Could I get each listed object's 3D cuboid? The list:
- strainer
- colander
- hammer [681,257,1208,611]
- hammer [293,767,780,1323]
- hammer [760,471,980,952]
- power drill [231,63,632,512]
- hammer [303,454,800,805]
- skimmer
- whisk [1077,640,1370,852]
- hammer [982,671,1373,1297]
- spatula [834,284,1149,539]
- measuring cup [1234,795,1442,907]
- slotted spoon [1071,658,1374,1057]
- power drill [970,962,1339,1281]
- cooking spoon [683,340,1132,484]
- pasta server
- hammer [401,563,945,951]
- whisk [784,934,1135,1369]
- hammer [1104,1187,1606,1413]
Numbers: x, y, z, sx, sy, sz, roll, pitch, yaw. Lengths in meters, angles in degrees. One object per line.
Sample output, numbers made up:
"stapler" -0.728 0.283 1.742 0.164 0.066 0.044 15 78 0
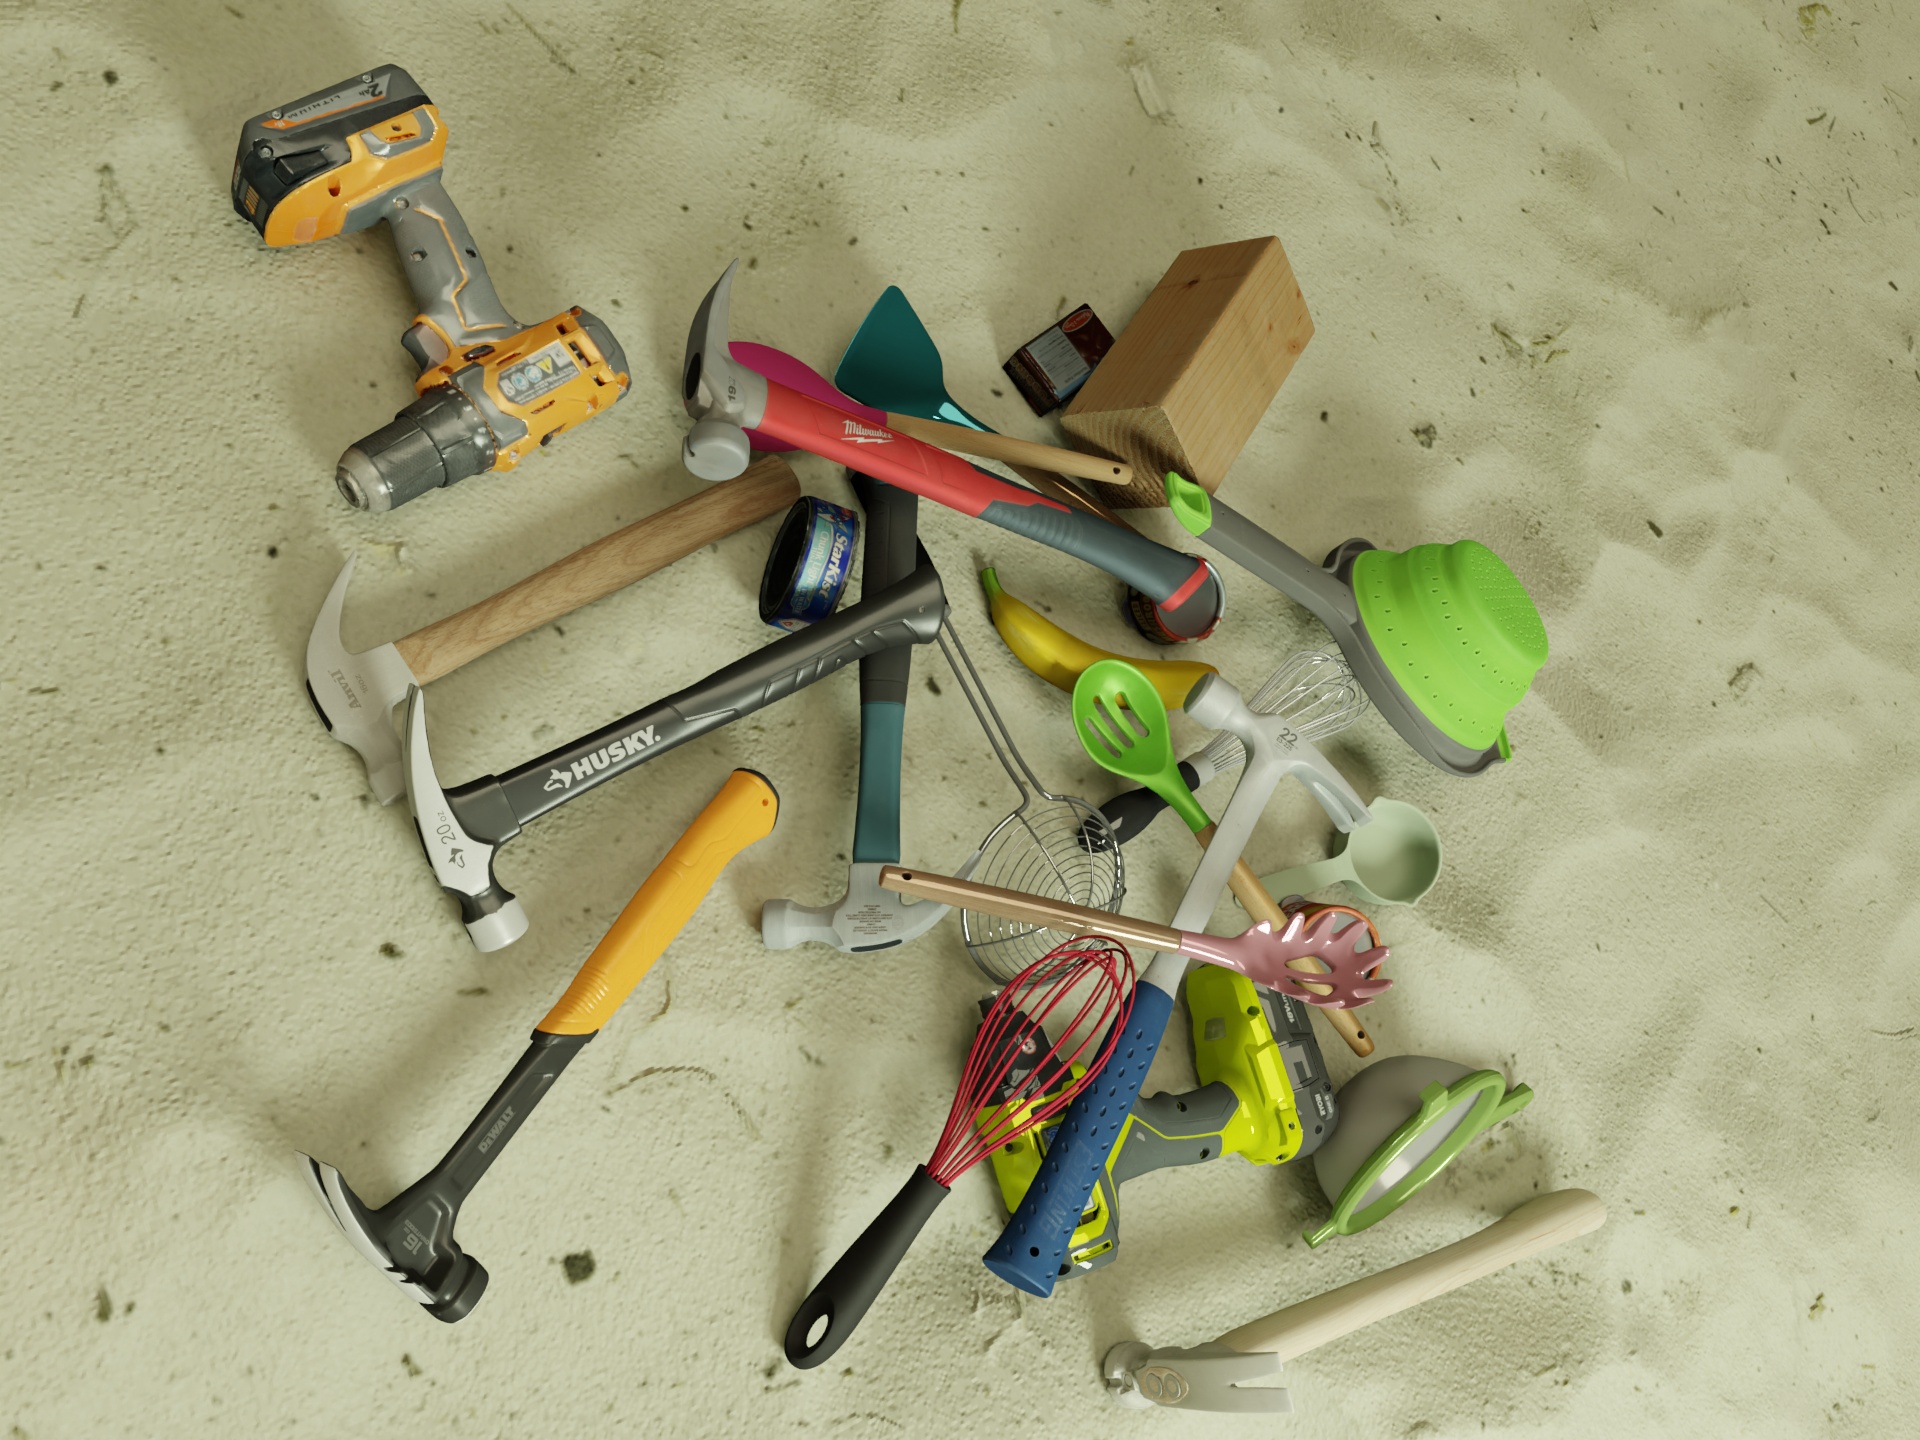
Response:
"strainer" 0.321 0.267 1.102 0.256 0.151 0.069 -2 40 -48
"colander" 0.309 -0.098 1.146 0.396 0.094 0.205 26 44 -33
"hammer" 0.004 -0.162 1.018 0.386 0.038 0.143 18 57 -31
"hammer" -0.203 0.145 0.858 0.337 0.034 0.127 -55 135 -34
"hammer" -0.049 -0.022 0.986 0.128 0.033 0.331 1 72 2
"power drill" -0.325 -0.241 0.920 0.185 0.084 0.226 -40 99 -31
"hammer" -0.230 -0.084 0.944 0.331 0.031 0.130 -34 92 -33
"skimmer" -0.002 -0.003 1.044 0.127 0.090 0.363 -17 72 -30
"whisk" 0.189 0.020 1.128 0.284 0.070 0.070 -29 89 -27
"hammer" 0.129 0.160 0.974 0.144 0.035 0.406 34 62 -6
"spatula" 0.052 -0.179 1.123 0.317 0.044 0.082 33 79 -17
"measuring cup" 0.269 0.109 1.157 0.167 0.038 0.083 -15 83 -15
"slotted spoon" 0.175 0.093 1.056 0.070 0.031 0.314 -34 86 -23
"power drill" 0.116 0.231 1.003 0.223 0.080 0.171 -13 80 -28
"cooking spoon" -0.027 -0.194 1.063 0.318 0.017 0.069 8 86 -22
"pasta server" 0.106 0.122 0.939 0.316 0.040 0.060 14 55 -14
"hammer" -0.151 -0.011 0.903 0.335 0.035 0.146 -28 108 -22
"whisk" -0.002 0.241 0.891 0.073 0.073 0.296 39 86 -12
"hammer" 0.292 0.366 1.027 0.410 0.146 0.038 -6 76 -35
